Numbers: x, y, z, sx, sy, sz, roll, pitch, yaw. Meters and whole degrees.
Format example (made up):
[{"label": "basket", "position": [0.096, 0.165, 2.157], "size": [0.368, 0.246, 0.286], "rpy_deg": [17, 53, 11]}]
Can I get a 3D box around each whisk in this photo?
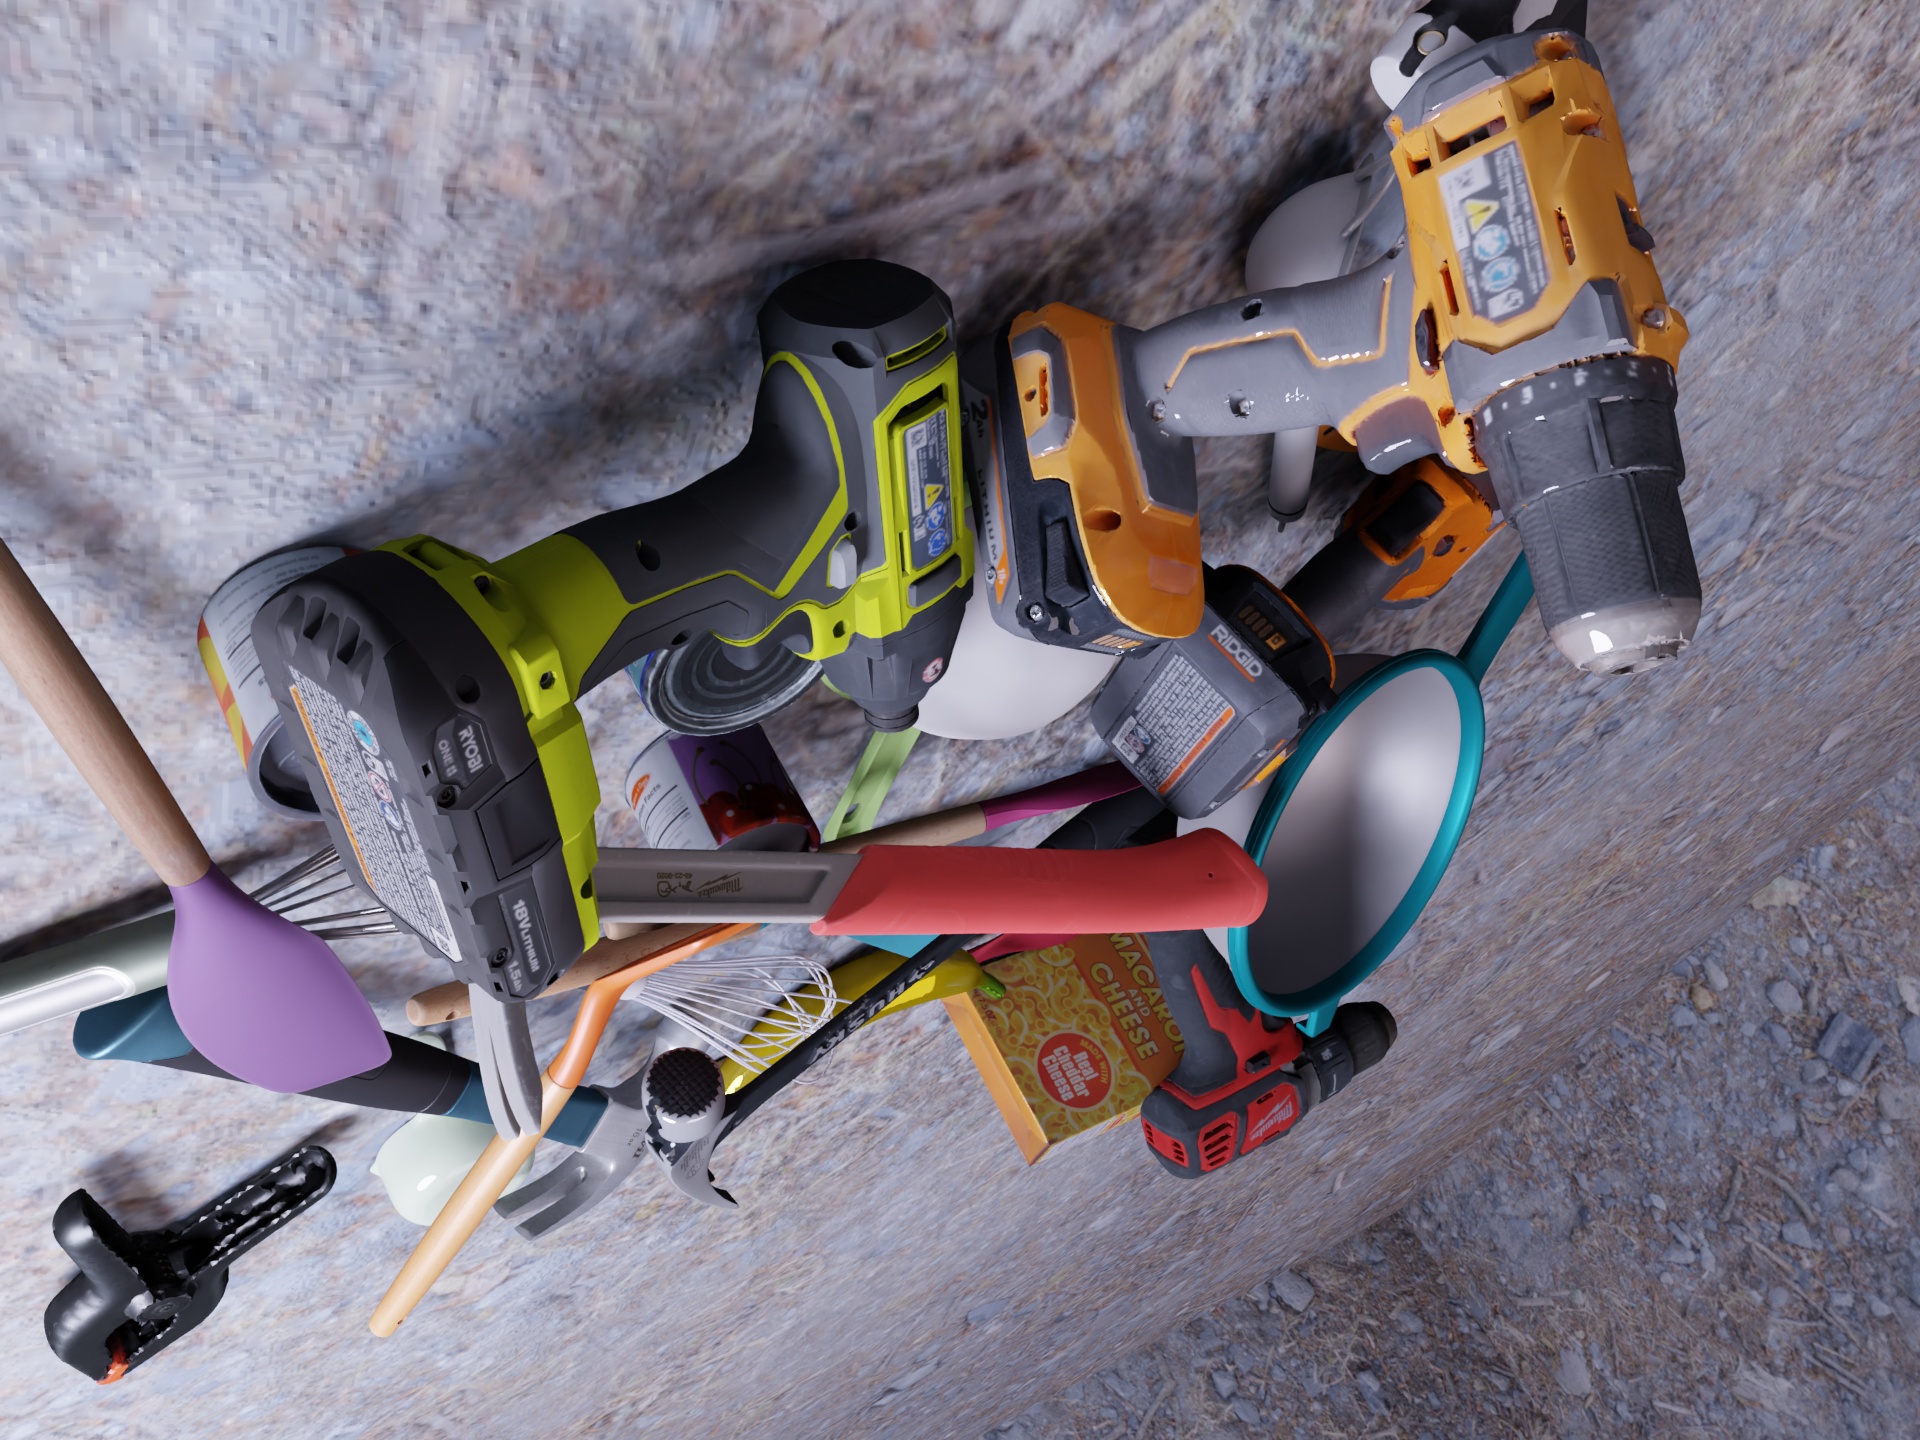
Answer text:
[{"label": "whisk", "position": [-0.143, 0.128, 0.772], "size": [0.070, 0.070, 0.284], "rpy_deg": [-41, 146, 13]}, {"label": "whisk", "position": [-0.265, 0.076, 0.570], "size": [0.246, 0.059, 0.057], "rpy_deg": [-18, 136, -19]}]

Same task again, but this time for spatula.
[{"label": "spatula", "position": [-0.178, 0.177, 0.692], "size": [0.322, 0.041, 0.081], "rpy_deg": [-52, 166, 23]}, {"label": "spatula", "position": [-0.250, 0.030, 0.486], "size": [0.060, 0.018, 0.315], "rpy_deg": [-16, 138, -11]}, {"label": "spatula", "position": [-0.109, 0.103, 0.738], "size": [0.317, 0.044, 0.082], "rpy_deg": [-10, 140, -51]}]

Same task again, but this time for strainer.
[{"label": "strainer", "position": [-0.001, -0.002, 0.695], "size": [0.151, 0.069, 0.256], "rpy_deg": [-11, 146, -36]}, {"label": "strainer", "position": [0.221, -0.006, 0.870], "size": [0.340, 0.095, 0.210], "rpy_deg": [-55, 139, -8]}, {"label": "strainer", "position": [0.140, -0.144, 0.659], "size": [0.258, 0.050, 0.087], "rpy_deg": [73, 32, -66]}]

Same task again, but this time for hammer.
[{"label": "hammer", "position": [-0.014, 0.076, 0.630], "size": [0.358, 0.149, 0.036], "rpy_deg": [5, 161, -35]}, {"label": "hammer", "position": [0.011, 0.106, 0.823], "size": [0.409, 0.036, 0.149], "rpy_deg": [-34, 154, -28]}, {"label": "hammer", "position": [-0.239, 0.160, 0.713], "size": [0.128, 0.033, 0.330], "rpy_deg": [-59, 147, -6]}, {"label": "hammer", "position": [0.238, -0.215, 0.637], "size": [0.146, 0.035, 0.334], "rpy_deg": [-52, 155, 1]}]

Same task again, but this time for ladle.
[{"label": "ladle", "position": [-0.037, 0.163, 0.963], "size": [0.315, 0.031, 0.069], "rpy_deg": [-23, 149, -16]}]

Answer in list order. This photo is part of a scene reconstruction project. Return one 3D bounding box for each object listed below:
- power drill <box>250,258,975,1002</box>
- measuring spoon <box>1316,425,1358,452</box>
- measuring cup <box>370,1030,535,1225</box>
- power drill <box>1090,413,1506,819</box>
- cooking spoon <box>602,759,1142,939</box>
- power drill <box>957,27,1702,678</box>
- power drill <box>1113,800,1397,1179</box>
[{"label": "power drill", "position": [-0.083, -0.023, 0.492], "size": [0.223, 0.080, 0.171], "rpy_deg": [-37, 141, -34]}, {"label": "measuring spoon", "position": [0.206, -0.140, 0.768], "size": [0.117, 0.011, 0.021], "rpy_deg": [-4, 146, -37]}, {"label": "measuring cup", "position": [-0.251, 0.203, 0.784], "size": [0.083, 0.038, 0.167], "rpy_deg": [-21, 150, -23]}, {"label": "power drill", "position": [0.173, -0.067, 0.709], "size": [0.226, 0.084, 0.164], "rpy_deg": [-38, 169, -24]}, {"label": "cooking spoon", "position": [-0.013, 0.052, 0.747], "size": [0.319, 0.017, 0.069], "rpy_deg": [-15, 179, -27]}, {"label": "power drill", "position": [0.113, -0.083, 0.506], "size": [0.226, 0.185, 0.084], "rpy_deg": [-19, 164, 38]}, {"label": "power drill", "position": [0.185, 0.155, 0.991], "size": [0.188, 0.080, 0.226], "rpy_deg": [-21, 109, -25]}]
